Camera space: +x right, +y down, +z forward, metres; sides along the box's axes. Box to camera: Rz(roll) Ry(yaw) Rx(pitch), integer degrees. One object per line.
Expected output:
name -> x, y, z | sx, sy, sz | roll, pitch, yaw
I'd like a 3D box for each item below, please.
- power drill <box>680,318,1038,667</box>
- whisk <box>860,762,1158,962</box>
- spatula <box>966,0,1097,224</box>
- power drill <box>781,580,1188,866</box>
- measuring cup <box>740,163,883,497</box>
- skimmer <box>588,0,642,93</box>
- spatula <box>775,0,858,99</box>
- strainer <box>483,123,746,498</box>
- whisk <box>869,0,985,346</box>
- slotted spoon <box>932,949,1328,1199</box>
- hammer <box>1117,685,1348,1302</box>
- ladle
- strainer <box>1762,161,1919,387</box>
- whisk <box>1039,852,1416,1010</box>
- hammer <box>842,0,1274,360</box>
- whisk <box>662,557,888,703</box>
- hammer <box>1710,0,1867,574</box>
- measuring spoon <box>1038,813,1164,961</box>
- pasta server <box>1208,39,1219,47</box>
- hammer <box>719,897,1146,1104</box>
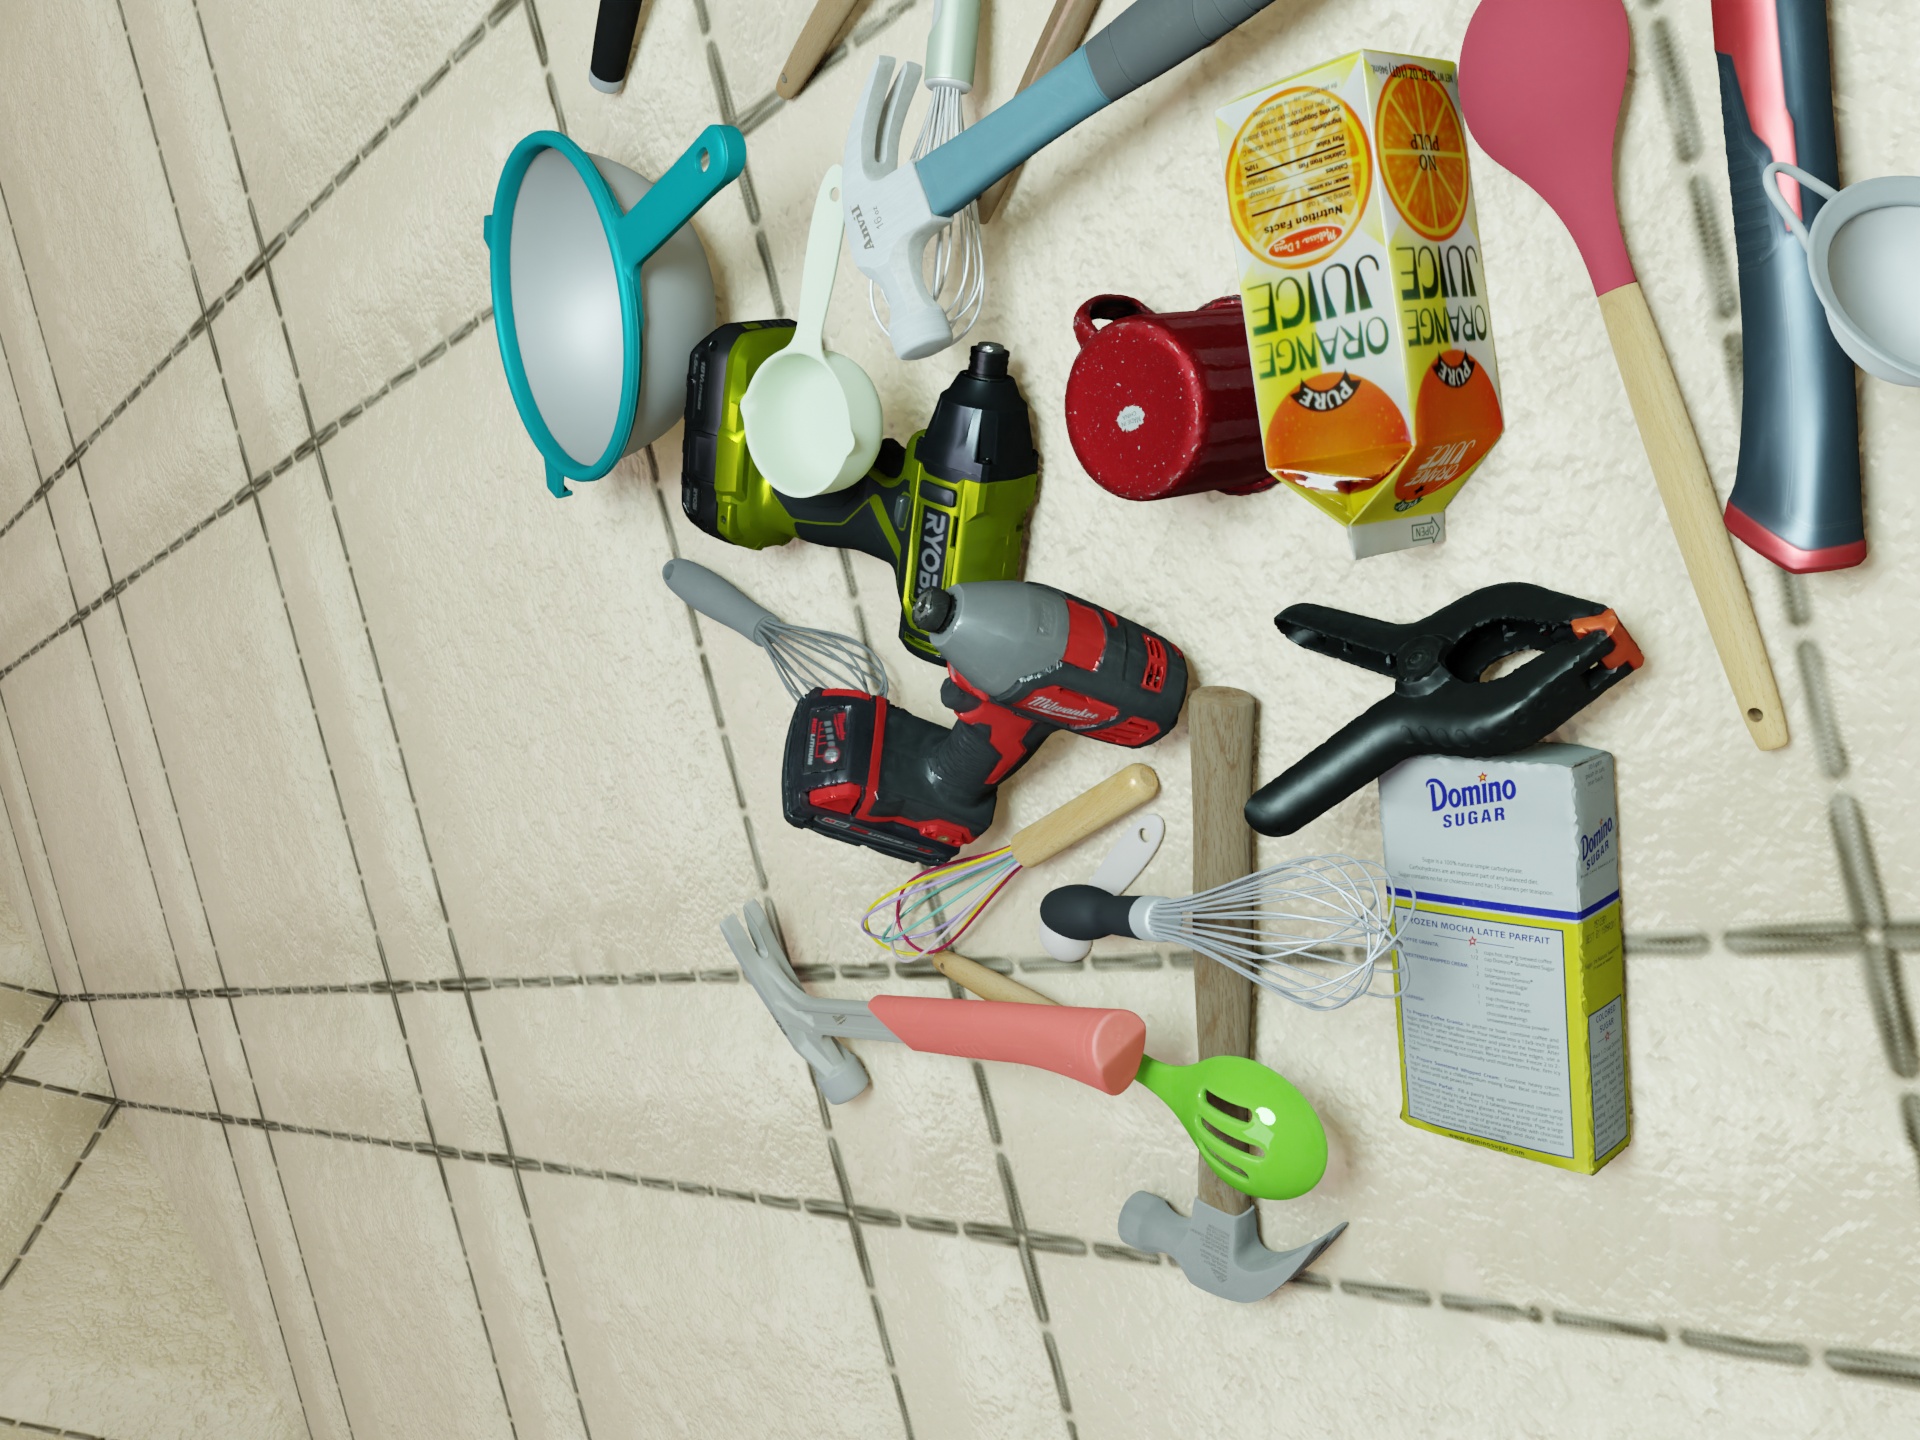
power drill -> -0.055, -0.145, 0.897 | 0.223, 0.080, 0.171 | 26, 120, 35
whisk -> 0.026, 0.084, 0.910 | 0.245, 0.051, 0.047 | -36, 84, 41
spatula -> 0.072, -0.367, 0.731 | 0.060, 0.018, 0.315 | 51, 132, 23
power drill -> -0.001, -0.003, 0.829 | 0.219, 0.143, 0.079 | -34, 44, 50
measuring cup -> -0.066, -0.198, 0.821 | 0.083, 0.038, 0.167 | 24, 113, 33
skimmer -> -0.144, -0.513, 0.905 | 0.127, 0.090, 0.363 | 55, 145, 14
spatula -> -0.038, -0.410, 0.782 | 0.082, 0.044, 0.317 | 63, 147, 5
strainer -> -0.180, -0.271, 0.953 | 0.340, 0.095, 0.211 | -15, 89, 55
whisk -> -0.008, -0.309, 0.795 | 0.058, 0.059, 0.246 | -123, 38, -80
slotted spoon -> 0.072, 0.176, 0.858 | 0.314, 0.031, 0.070 | 18, 112, 55
hammer -> 0.137, 0.146, 0.815 | 0.130, 0.031, 0.331 | 12, 111, 44
ladle -> 0.257, -0.138, 0.604 | 0.069, 0.031, 0.315 | -19, 90, 48
strainer -> 0.358, -0.099, 0.476 | 0.258, 0.087, 0.050 | 31, 156, 21
whisk -> 0.109, 0.096, 0.753 | 0.284, 0.070, 0.070 | -9, 96, 64
hammer -> 0.072, -0.283, 0.679 | 0.331, 0.033, 0.128 | -22, 86, 38
whisk -> -0.126, -0.055, 1.021 | 0.239, 0.055, 0.055 | 33, 124, 41
hammer -> 0.286, -0.243, 0.531 | 0.143, 0.038, 0.386 | -2, 101, 45
measuring spoon -> 0.075, 0.092, 0.873 | 0.034, 0.018, 0.124 | 52, 133, 22
pasta server -> 0.044, -0.431, 0.719 | 0.060, 0.040, 0.316 | -40, 72, 45
hammer -> -0.023, 0.169, 0.924 | 0.359, 0.037, 0.149 | -12, 110, 57
